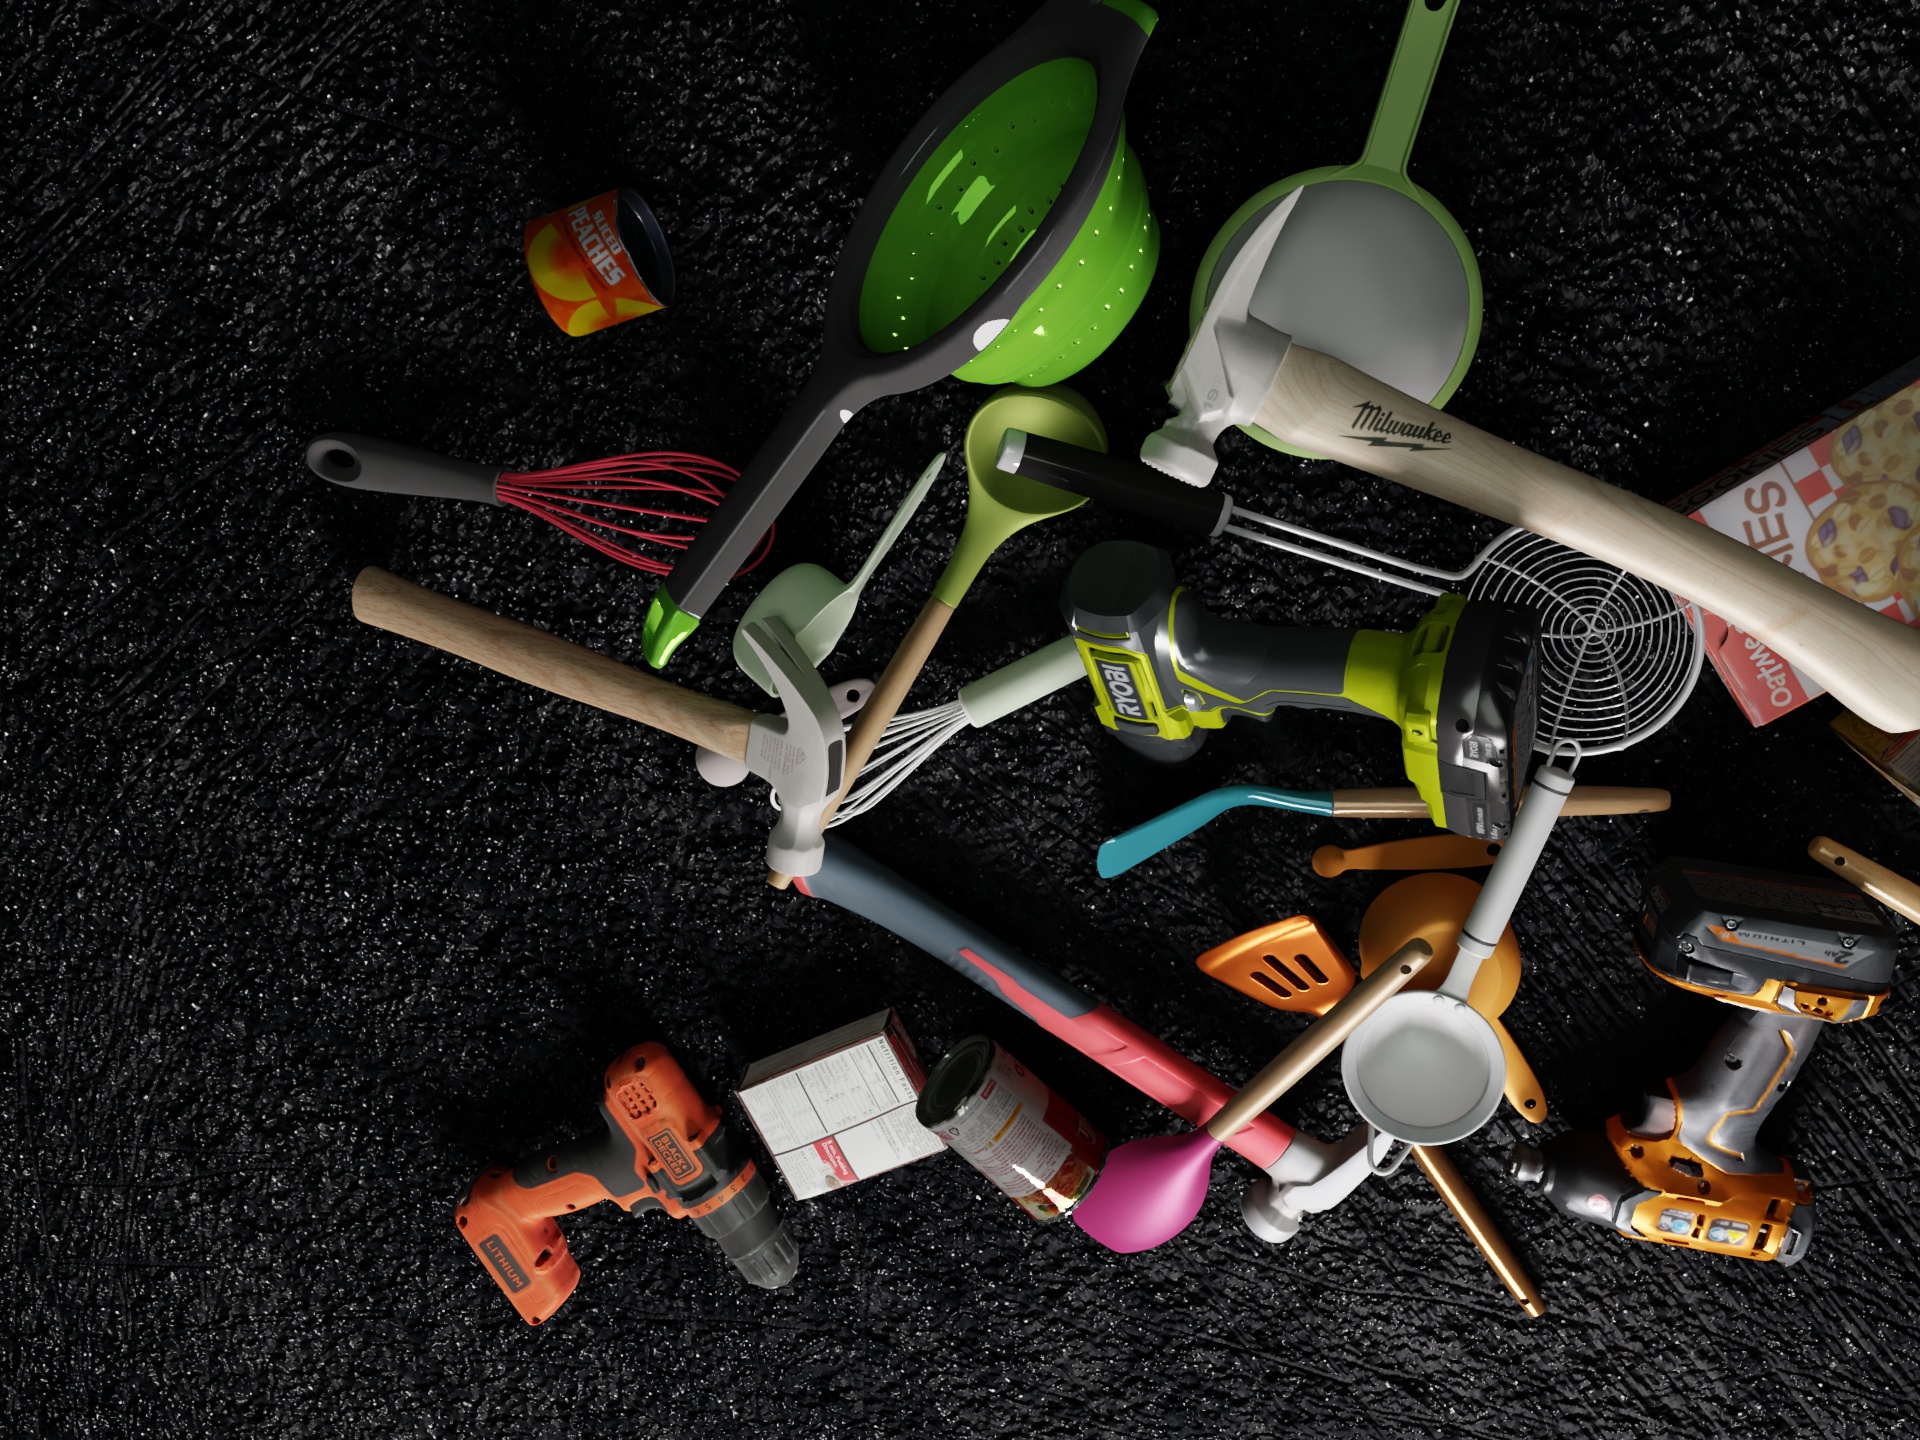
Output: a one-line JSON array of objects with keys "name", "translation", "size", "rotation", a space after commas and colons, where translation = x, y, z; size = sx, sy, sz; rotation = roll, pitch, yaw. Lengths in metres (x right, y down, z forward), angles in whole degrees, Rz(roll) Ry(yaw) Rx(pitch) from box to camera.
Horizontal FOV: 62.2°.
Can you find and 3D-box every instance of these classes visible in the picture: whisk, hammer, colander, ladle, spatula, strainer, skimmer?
[{"name": "whisk", "translation": [-0.001, -0.003, 0.917], "size": [0.246, 0.059, 0.058], "rotation": [-26, 59, 11]}, {"name": "hammer", "translation": [0.071, 0.164, 0.943], "size": [0.386, 0.038, 0.143], "rotation": [33, 126, 0]}, {"name": "colander", "translation": [-0.018, -0.172, 0.807], "size": [0.094, 0.205, 0.397], "rotation": [30, 104, -34]}, {"name": "hammer", "translation": [-0.211, -0.028, 0.899], "size": [0.331, 0.031, 0.130], "rotation": [20, 113, 20]}, {"name": "ladle", "translation": [-0.022, -0.041, 0.871], "size": [0.078, 0.062, 0.320], "rotation": [30, 97, -8]}, {"name": "spatula", "translation": [0.235, 0.057, 0.895], "size": [0.317, 0.082, 0.044], "rotation": [-1, 70, 5]}, {"name": "strainer", "translation": [0.276, 0.126, 0.856], "size": [0.087, 0.050, 0.258], "rotation": [23, 106, 10]}, {"name": "spatula", "translation": [0.261, 0.241, 0.949], "size": [0.081, 0.041, 0.322], "rotation": [-29, 102, 32]}, {"name": "strainer", "translation": [0.205, -0.253, 0.794], "size": [0.151, 0.069, 0.256], "rotation": [16, 110, 4]}, {"name": "hammer", "translation": [0.302, -0.109, 0.766], "size": [0.410, 0.038, 0.146], "rotation": [24, 101, -1]}, {"name": "whisk", "translation": [-0.244, -0.132, 0.910], "size": [0.296, 0.073, 0.073], "rotation": [11, 108, 12]}, {"name": "skimmer", "translation": [0.195, -0.081, 0.812], "size": [0.363, 0.090, 0.127], "rotation": [16, 110, -9]}]

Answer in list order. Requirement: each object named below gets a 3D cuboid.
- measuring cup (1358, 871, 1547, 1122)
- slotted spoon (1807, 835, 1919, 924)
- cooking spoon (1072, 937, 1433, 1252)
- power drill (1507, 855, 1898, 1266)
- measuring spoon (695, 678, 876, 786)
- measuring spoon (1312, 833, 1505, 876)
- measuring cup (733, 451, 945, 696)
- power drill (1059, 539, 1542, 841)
[{"name": "measuring cup", "translation": [0.297, 0.172, 0.915], "size": [0.095, 0.052, 0.173], "rotation": [-30, 98, 16]}, {"name": "slotted spoon", "translation": [0.607, 0.145, 0.875], "size": [0.314, 0.031, 0.070], "rotation": [30, 108, 1]}, {"name": "cooking spoon", "translation": [0.161, 0.221, 0.908], "size": [0.069, 0.017, 0.318], "rotation": [36, 125, -1]}, {"name": "power drill", "translation": [0.410, 0.195, 0.893], "size": [0.164, 0.084, 0.226], "rotation": [8, 112, 6]}, {"name": "measuring spoon", "translation": [-0.105, 0.006, 0.947], "size": [0.124, 0.018, 0.034], "rotation": [-26, 101, 14]}, {"name": "measuring spoon", "translation": [0.262, 0.078, 0.915], "size": [0.117, 0.011, 0.021], "rotation": [-5, 106, 10]}, {"name": "measuring cup", "translation": [-0.069, -0.090, 0.895], "size": [0.038, 0.083, 0.167], "rotation": [36, 93, 9]}, {"name": "power drill", "translation": [0.174, -0.012, 0.814], "size": [0.223, 0.080, 0.171], "rotation": [11, 152, 26]}]
